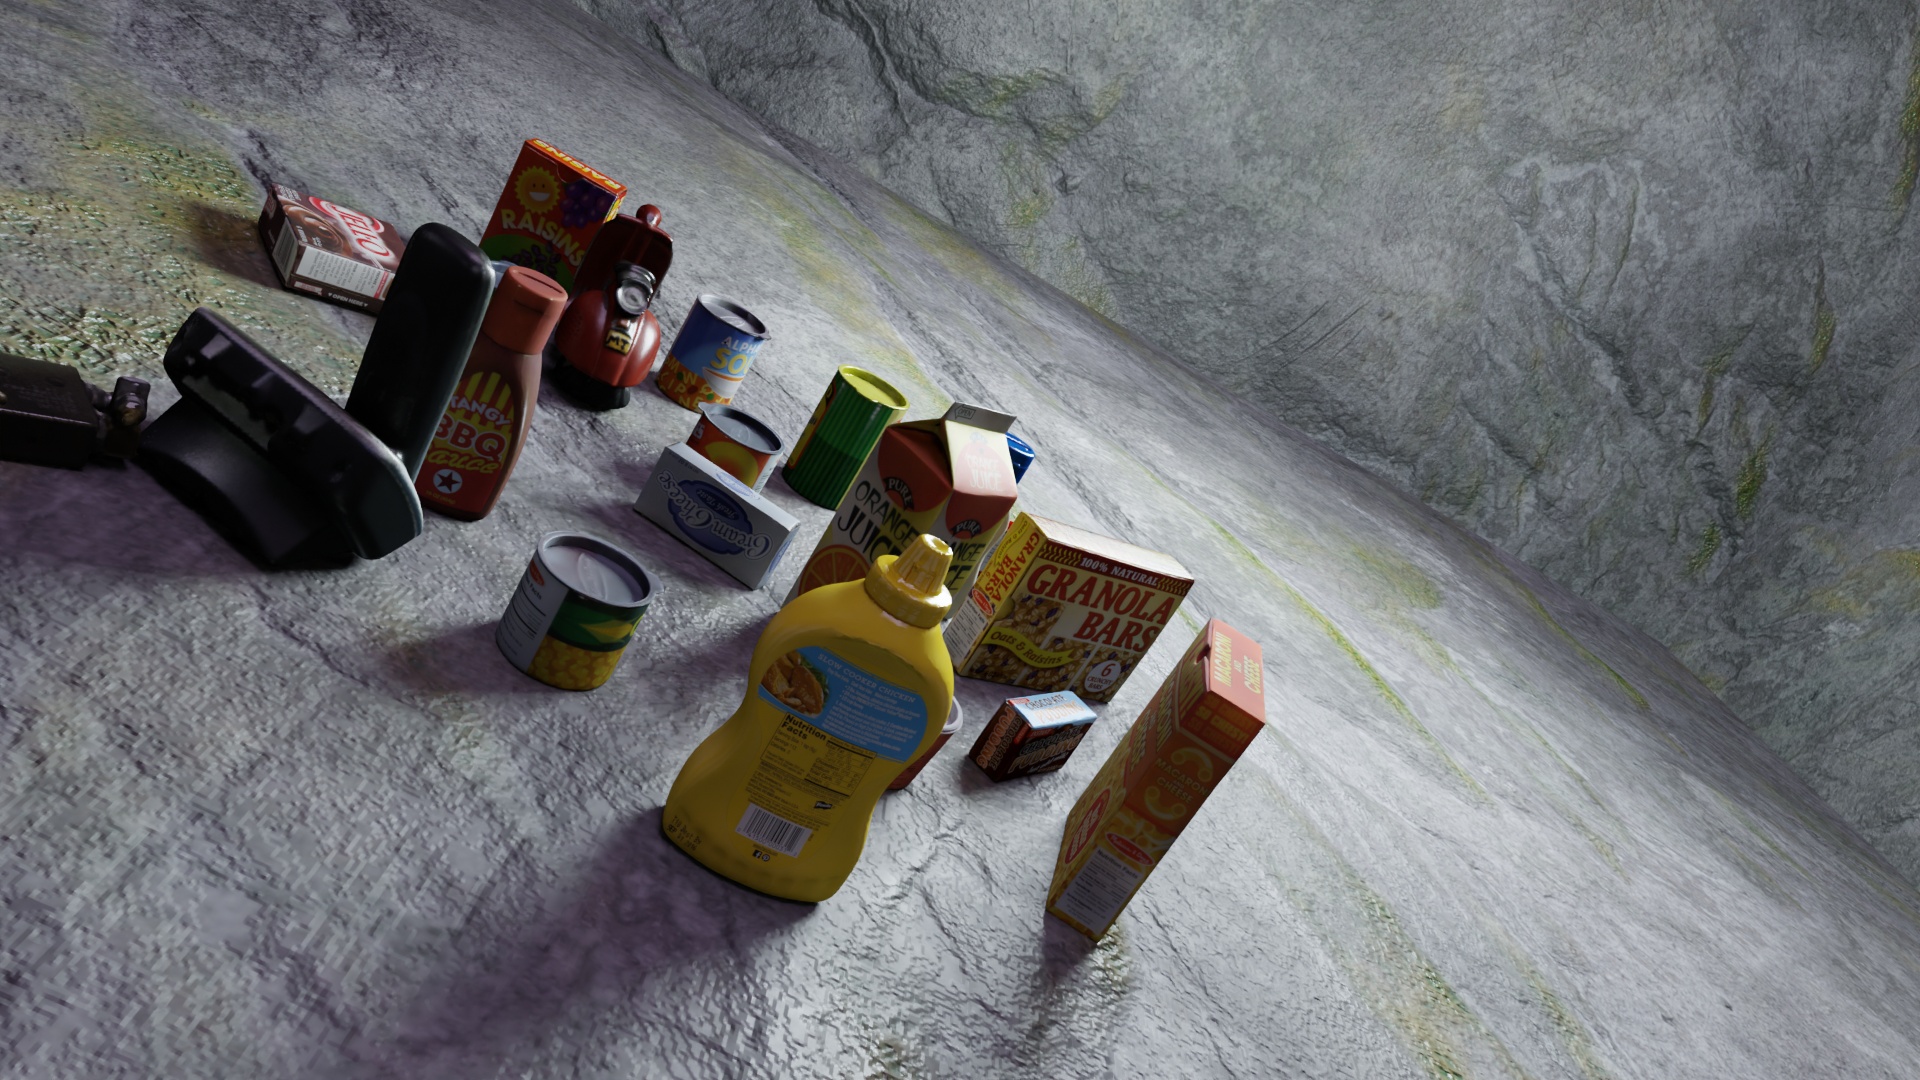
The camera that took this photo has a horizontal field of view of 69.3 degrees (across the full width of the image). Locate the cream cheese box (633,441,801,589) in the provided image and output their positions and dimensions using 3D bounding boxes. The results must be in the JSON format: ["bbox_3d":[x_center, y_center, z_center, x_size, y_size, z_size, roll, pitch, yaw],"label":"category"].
[{"bbox_3d":[-0.165,-0.017,0.941,0.104,0.053,0.024,33,19,4],"label":"cream cheese box"}]

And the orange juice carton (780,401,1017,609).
[{"bbox_3d":[-0.031,-0.007,0.910,0.073,0.192,0.072,44,22,31],"label":"orange juice carton"}]

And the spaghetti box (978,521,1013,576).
[{"bbox_3d":[0.069,0.020,1.214,0.250,0.050,0.029,18,23,-34],"label":"spaghetti box"}]

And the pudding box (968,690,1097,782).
[{"bbox_3d":[0.049,0.128,0.918,0.030,0.049,0.084,43,22,28],"label":"pudding box"}]

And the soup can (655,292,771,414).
[{"bbox_3d":[-0.208,-0.155,1.170,0.071,0.083,0.071,28,19,-11],"label":"soup can"}]

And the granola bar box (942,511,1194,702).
[{"bbox_3d":[0.081,0.054,1.036,0.165,0.123,0.039,15,25,-40],"label":"granola bar box"}]

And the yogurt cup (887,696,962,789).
[{"bbox_3d":[-0.040,0.109,0.821,0.072,0.053,0.073,28,19,-11],"label":"yogurt cup"}]

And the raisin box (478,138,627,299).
[{"bbox_3d":[-0.344,-0.259,1.157,0.086,0.123,0.040,29,19,-9],"label":"raisin box"}]

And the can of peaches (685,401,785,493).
[{"bbox_3d":[-0.175,-0.061,1.029,0.071,0.058,0.071,28,19,-11],"label":"can of peaches"}]

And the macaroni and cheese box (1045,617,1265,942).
[{"bbox_3d":[0.116,0.137,0.820,0.040,0.166,0.124,32,19,1],"label":"macaroni and cheese box"}]

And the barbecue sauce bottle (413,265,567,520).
[{"bbox_3d":[-0.273,-0.086,0.800,0.065,0.148,0.044,24,20,-23],"label":"barbecue sauce bottle"}]

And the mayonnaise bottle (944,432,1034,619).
[{"bbox_3d":[0.004,-0.013,1.046,0.065,0.147,0.041,25,20,-20],"label":"mayonnaise bottle"}]

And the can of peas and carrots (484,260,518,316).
[{"bbox_3d":[-0.341,-0.169,1.038,0.071,0.058,0.071,28,19,-11],"label":"can of peas and carrots"}]

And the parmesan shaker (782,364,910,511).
[{"bbox_3d":[-0.096,-0.083,1.135,0.071,0.102,0.071,28,19,-11],"label":"parmesan shaker"}]

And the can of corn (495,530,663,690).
[{"bbox_3d":[-0.203,0.038,0.741,0.071,0.058,0.071,28,19,-11],"label":"can of corn"}]
